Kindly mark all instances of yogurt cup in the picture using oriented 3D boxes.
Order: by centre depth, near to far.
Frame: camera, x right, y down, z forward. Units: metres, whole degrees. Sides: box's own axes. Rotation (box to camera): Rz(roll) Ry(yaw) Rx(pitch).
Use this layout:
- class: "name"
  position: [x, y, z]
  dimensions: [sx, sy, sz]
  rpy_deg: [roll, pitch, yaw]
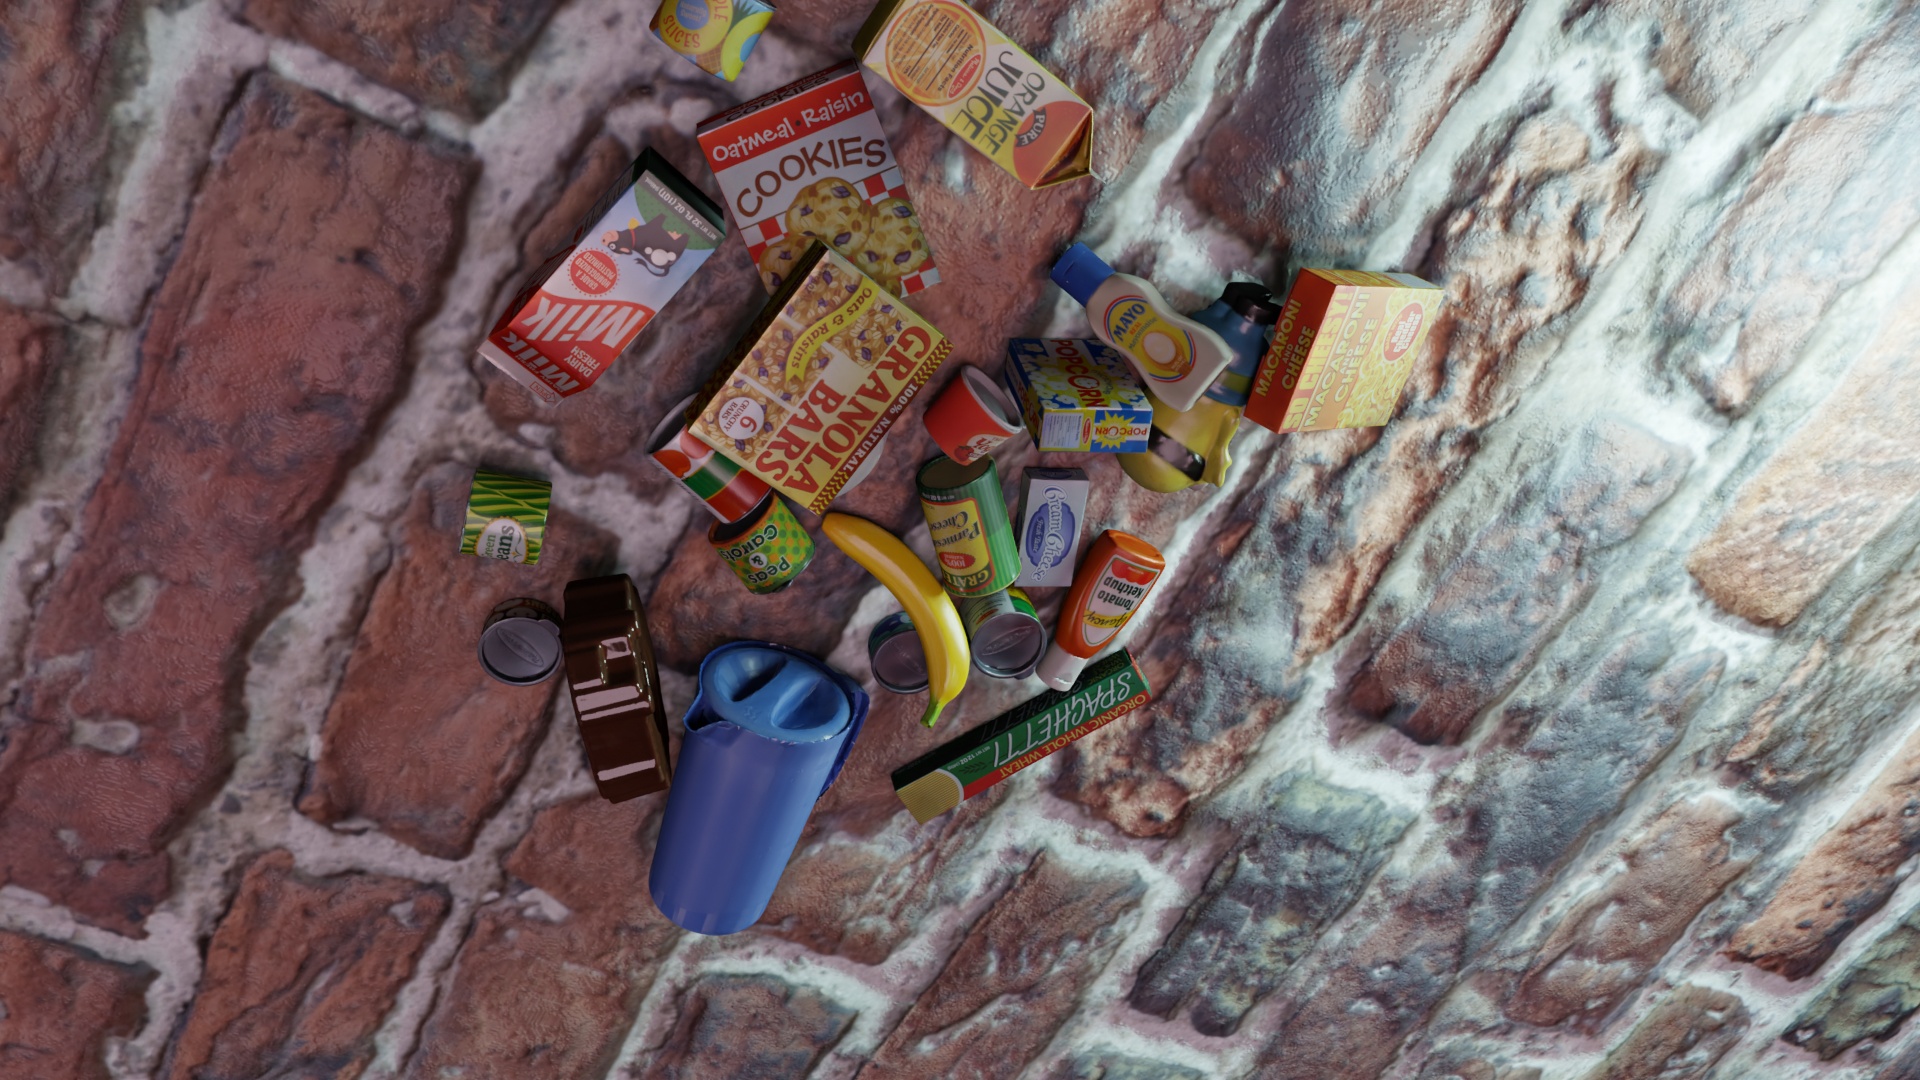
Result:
- class: "yogurt cup"
  position: [0.007, -0.096, 1.094]
  dimensions: [0.054, 0.073, 0.072]
  rpy_deg: [-40, 118, 20]

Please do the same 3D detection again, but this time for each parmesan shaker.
- class: "parmesan shaker"
  position: [0.004, -0.014, 1.137]
  dimensions: [0.071, 0.071, 0.102]
  rpy_deg: [-17, 119, -2]

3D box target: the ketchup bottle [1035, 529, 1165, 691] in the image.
- class: "ketchup bottle"
  position: [0.116, 0.063, 1.212]
  dimensions: [0.065, 0.044, 0.148]
  rpy_deg: [20, 113, -26]

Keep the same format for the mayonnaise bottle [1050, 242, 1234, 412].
- class: "mayonnaise bottle"
  position: [0.134, -0.166, 1.055]
  dimensions: [0.148, 0.041, 0.064]
  rpy_deg: [42, 113, 8]

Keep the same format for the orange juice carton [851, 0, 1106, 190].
- class: "orange juice carton"
  position: [0.023, -0.314, 0.976]
  dimensions: [0.192, 0.072, 0.073]
  rpy_deg: [31, 108, -24]

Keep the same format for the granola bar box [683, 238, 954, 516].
- class: "granola bar box"
  position: [-0.104, -0.118, 1.019]
  dimensions: [0.124, 0.039, 0.165]
  rpy_deg: [34, 101, -28]

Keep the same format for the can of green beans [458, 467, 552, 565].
- class: "can of green beans"
  position: [-0.347, -0.018, 1.059]
  dimensions: [0.058, 0.071, 0.071]
  rpy_deg: [11, 115, -18]

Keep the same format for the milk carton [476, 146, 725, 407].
- class: "milk carton"
  position: [-0.256, -0.180, 0.988]
  dimensions: [0.190, 0.074, 0.072]
  rpy_deg: [-43, 118, 12]

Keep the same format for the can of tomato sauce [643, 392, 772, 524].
- class: "can of tomato sauce"
  position: [-0.189, -0.065, 1.068]
  dimensions: [0.071, 0.071, 0.083]
  rpy_deg: [-41, 117, 11]

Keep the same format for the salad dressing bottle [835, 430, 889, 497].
- class: "salad dressing bottle"
  position: [-0.074, -0.099, 1.087]
  dimensions: [0.064, 0.044, 0.147]
  rpy_deg: [36, 104, -24]

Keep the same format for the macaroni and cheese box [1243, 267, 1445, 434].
- class: "macaroni and cheese box"
  position: [0.303, -0.149, 1.096]
  dimensions: [0.167, 0.040, 0.123]
  rpy_deg: [-8, 124, -44]

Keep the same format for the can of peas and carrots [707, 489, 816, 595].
- class: "can of peas and carrots"
  position: [-0.159, 0.002, 1.106]
  dimensions: [0.071, 0.071, 0.058]
  rpy_deg: [-32, 119, 6]

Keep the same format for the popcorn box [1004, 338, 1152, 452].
- class: "popcorn box"
  position: [0.088, -0.113, 1.065]
  dimensions: [0.085, 0.127, 0.038]
  rpy_deg: [0, 122, -11]

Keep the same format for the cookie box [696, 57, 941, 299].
- class: "cookie box"
  position: [-0.101, -0.244, 1.007]
  dimensions: [0.123, 0.040, 0.166]
  rpy_deg: [-22, 121, 0]

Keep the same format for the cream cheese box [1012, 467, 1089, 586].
- class: "cream cheese box"
  position: [0.074, -0.011, 1.175]
  dimensions: [0.053, 0.024, 0.103]
  rpy_deg: [0, 118, -13]

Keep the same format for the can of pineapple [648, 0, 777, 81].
- class: "can of pineapple"
  position: [-0.165, -0.347, 0.921]
  dimensions: [0.071, 0.071, 0.057]
  rpy_deg: [28, 109, -23]

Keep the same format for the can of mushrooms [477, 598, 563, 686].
- class: "can of mushrooms"
  position: [-0.354, 0.081, 1.129]
  dimensions: [0.071, 0.033, 0.070]
  rpy_deg: [-5, 118, -9]

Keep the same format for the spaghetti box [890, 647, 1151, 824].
- class: "spaghetti box"
  position: [0.056, 0.179, 1.270]
  dimensions: [0.250, 0.029, 0.050]
  rpy_deg: [-29, 120, 5]

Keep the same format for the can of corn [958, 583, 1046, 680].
- class: "can of corn"
  position: [0.036, 0.077, 1.194]
  dimensions: [0.071, 0.058, 0.070]
  rpy_deg: [-5, 118, -9]

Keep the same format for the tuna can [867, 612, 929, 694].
- class: "tuna can"
  position: [-0.045, 0.096, 1.202]
  dimensions: [0.071, 0.033, 0.070]
  rpy_deg: [-5, 119, -9]
